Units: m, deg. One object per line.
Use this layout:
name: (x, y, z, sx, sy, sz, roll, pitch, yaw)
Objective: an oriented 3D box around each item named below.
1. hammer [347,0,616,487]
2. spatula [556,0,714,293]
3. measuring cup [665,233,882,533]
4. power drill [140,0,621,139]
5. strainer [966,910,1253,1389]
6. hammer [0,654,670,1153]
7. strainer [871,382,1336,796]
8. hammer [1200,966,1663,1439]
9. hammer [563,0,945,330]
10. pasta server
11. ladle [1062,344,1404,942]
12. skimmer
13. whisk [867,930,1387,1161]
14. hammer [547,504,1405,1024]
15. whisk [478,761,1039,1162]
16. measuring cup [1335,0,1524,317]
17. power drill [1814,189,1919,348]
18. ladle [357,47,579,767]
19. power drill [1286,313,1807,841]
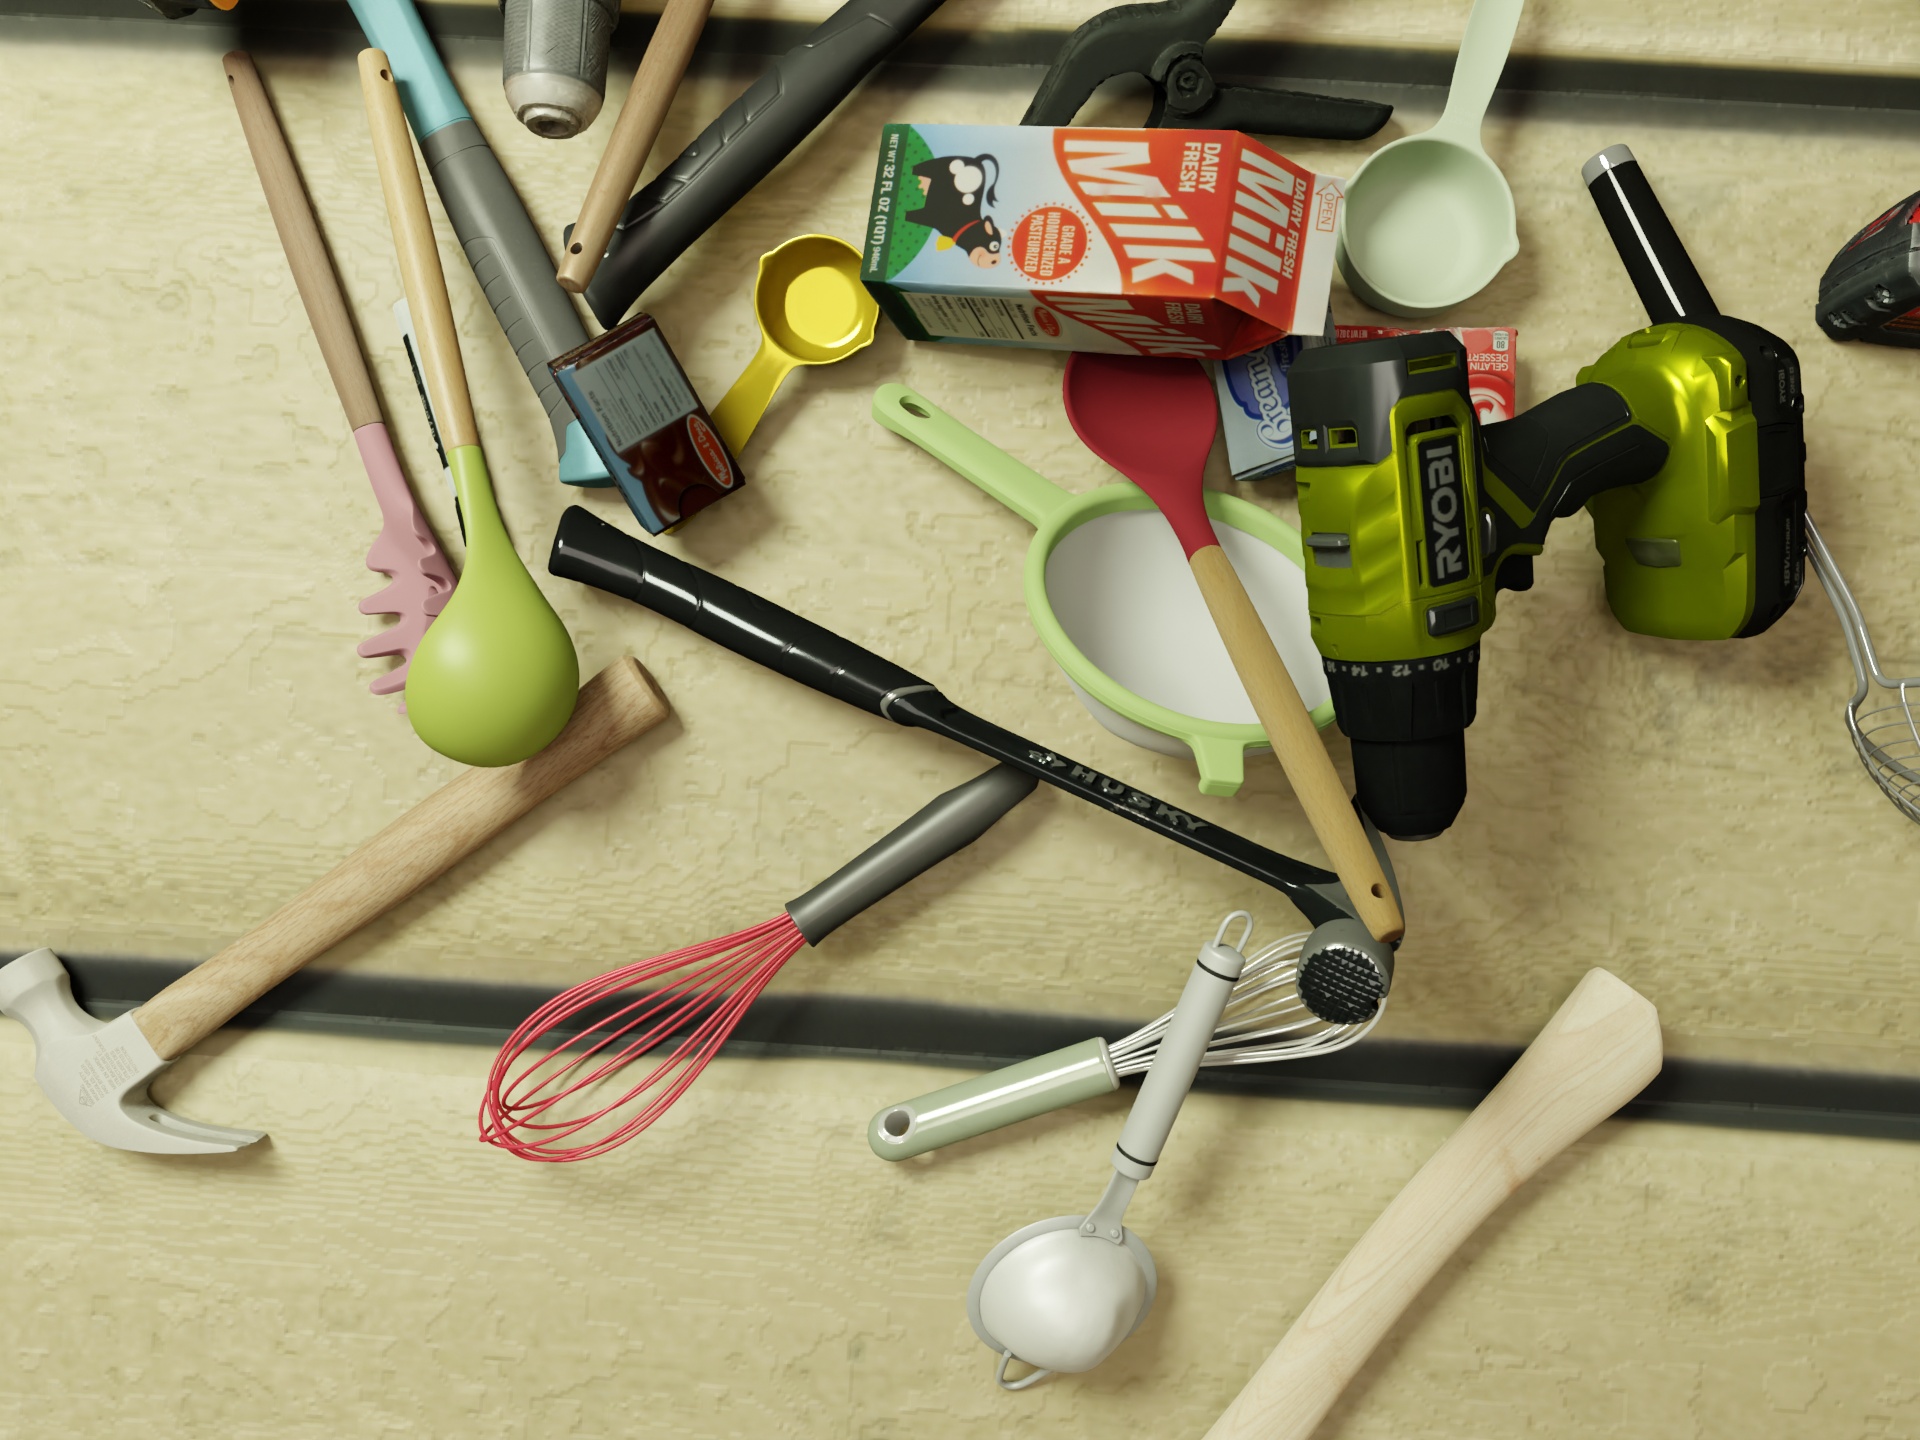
hammer: (-0.229, -0.253, 0.725, 0.128, 0.033, 0.331, -26, 90, 2)
spatula: (-0.110, -0.323, 0.691, 0.060, 0.018, 0.316, 16, 75, 12)
measuring cup: (-0.092, -0.151, 0.730, 0.062, 0.029, 0.156, 37, 103, -1)
power drill: (-0.245, -0.339, 0.665, 0.226, 0.084, 0.185, 1, 85, -2)
strainer: (0.071, 0.197, 0.685, 0.086, 0.050, 0.258, 18, 102, -16)
hammer: (-0.274, 0.080, 0.726, 0.331, 0.031, 0.130, -35, 89, 1)
strainer: (0.055, -0.060, 0.702, 0.256, 0.069, 0.151, 37, 50, 20)
hammer: (0.161, 0.272, 0.715, 0.146, 0.038, 0.410, 39, 90, 2)
hammer: (-0.045, -0.296, 0.705, 0.146, 0.035, 0.335, 45, 85, 1)
pasta server: (-0.285, -0.157, 0.723, 0.060, 0.040, 0.316, -22, 87, 40)
ladle: (0.109, -0.048, 0.640, 0.069, 0.031, 0.316, -11, 54, -10)
skimmer: (0.386, -0.101, 0.687, 0.090, 0.127, 0.363, -22, 79, -5)
whisk: (0.074, 0.151, 0.715, 0.246, 0.059, 0.058, -19, 53, 5)
hammer: (-0.001, -0.002, 0.689, 0.409, 0.149, 0.036, 25, 115, 10)
whisk: (-0.088, 0.103, 0.710, 0.296, 0.073, 0.073, -34, 89, -4)
measuring cup: (0.219, -0.261, 0.713, 0.083, 0.038, 0.167, 18, 89, 1)
power drill: (0.445, -0.278, 0.690, 0.143, 0.078, 0.220, 7, 87, 1)
ladle: (-0.228, -0.137, 0.689, 0.062, 0.078, 0.320, -20, 81, 38)
power drill: (0.234, -0.067, 0.639, 0.228, 0.080, 0.190, -15, 104, -27)
